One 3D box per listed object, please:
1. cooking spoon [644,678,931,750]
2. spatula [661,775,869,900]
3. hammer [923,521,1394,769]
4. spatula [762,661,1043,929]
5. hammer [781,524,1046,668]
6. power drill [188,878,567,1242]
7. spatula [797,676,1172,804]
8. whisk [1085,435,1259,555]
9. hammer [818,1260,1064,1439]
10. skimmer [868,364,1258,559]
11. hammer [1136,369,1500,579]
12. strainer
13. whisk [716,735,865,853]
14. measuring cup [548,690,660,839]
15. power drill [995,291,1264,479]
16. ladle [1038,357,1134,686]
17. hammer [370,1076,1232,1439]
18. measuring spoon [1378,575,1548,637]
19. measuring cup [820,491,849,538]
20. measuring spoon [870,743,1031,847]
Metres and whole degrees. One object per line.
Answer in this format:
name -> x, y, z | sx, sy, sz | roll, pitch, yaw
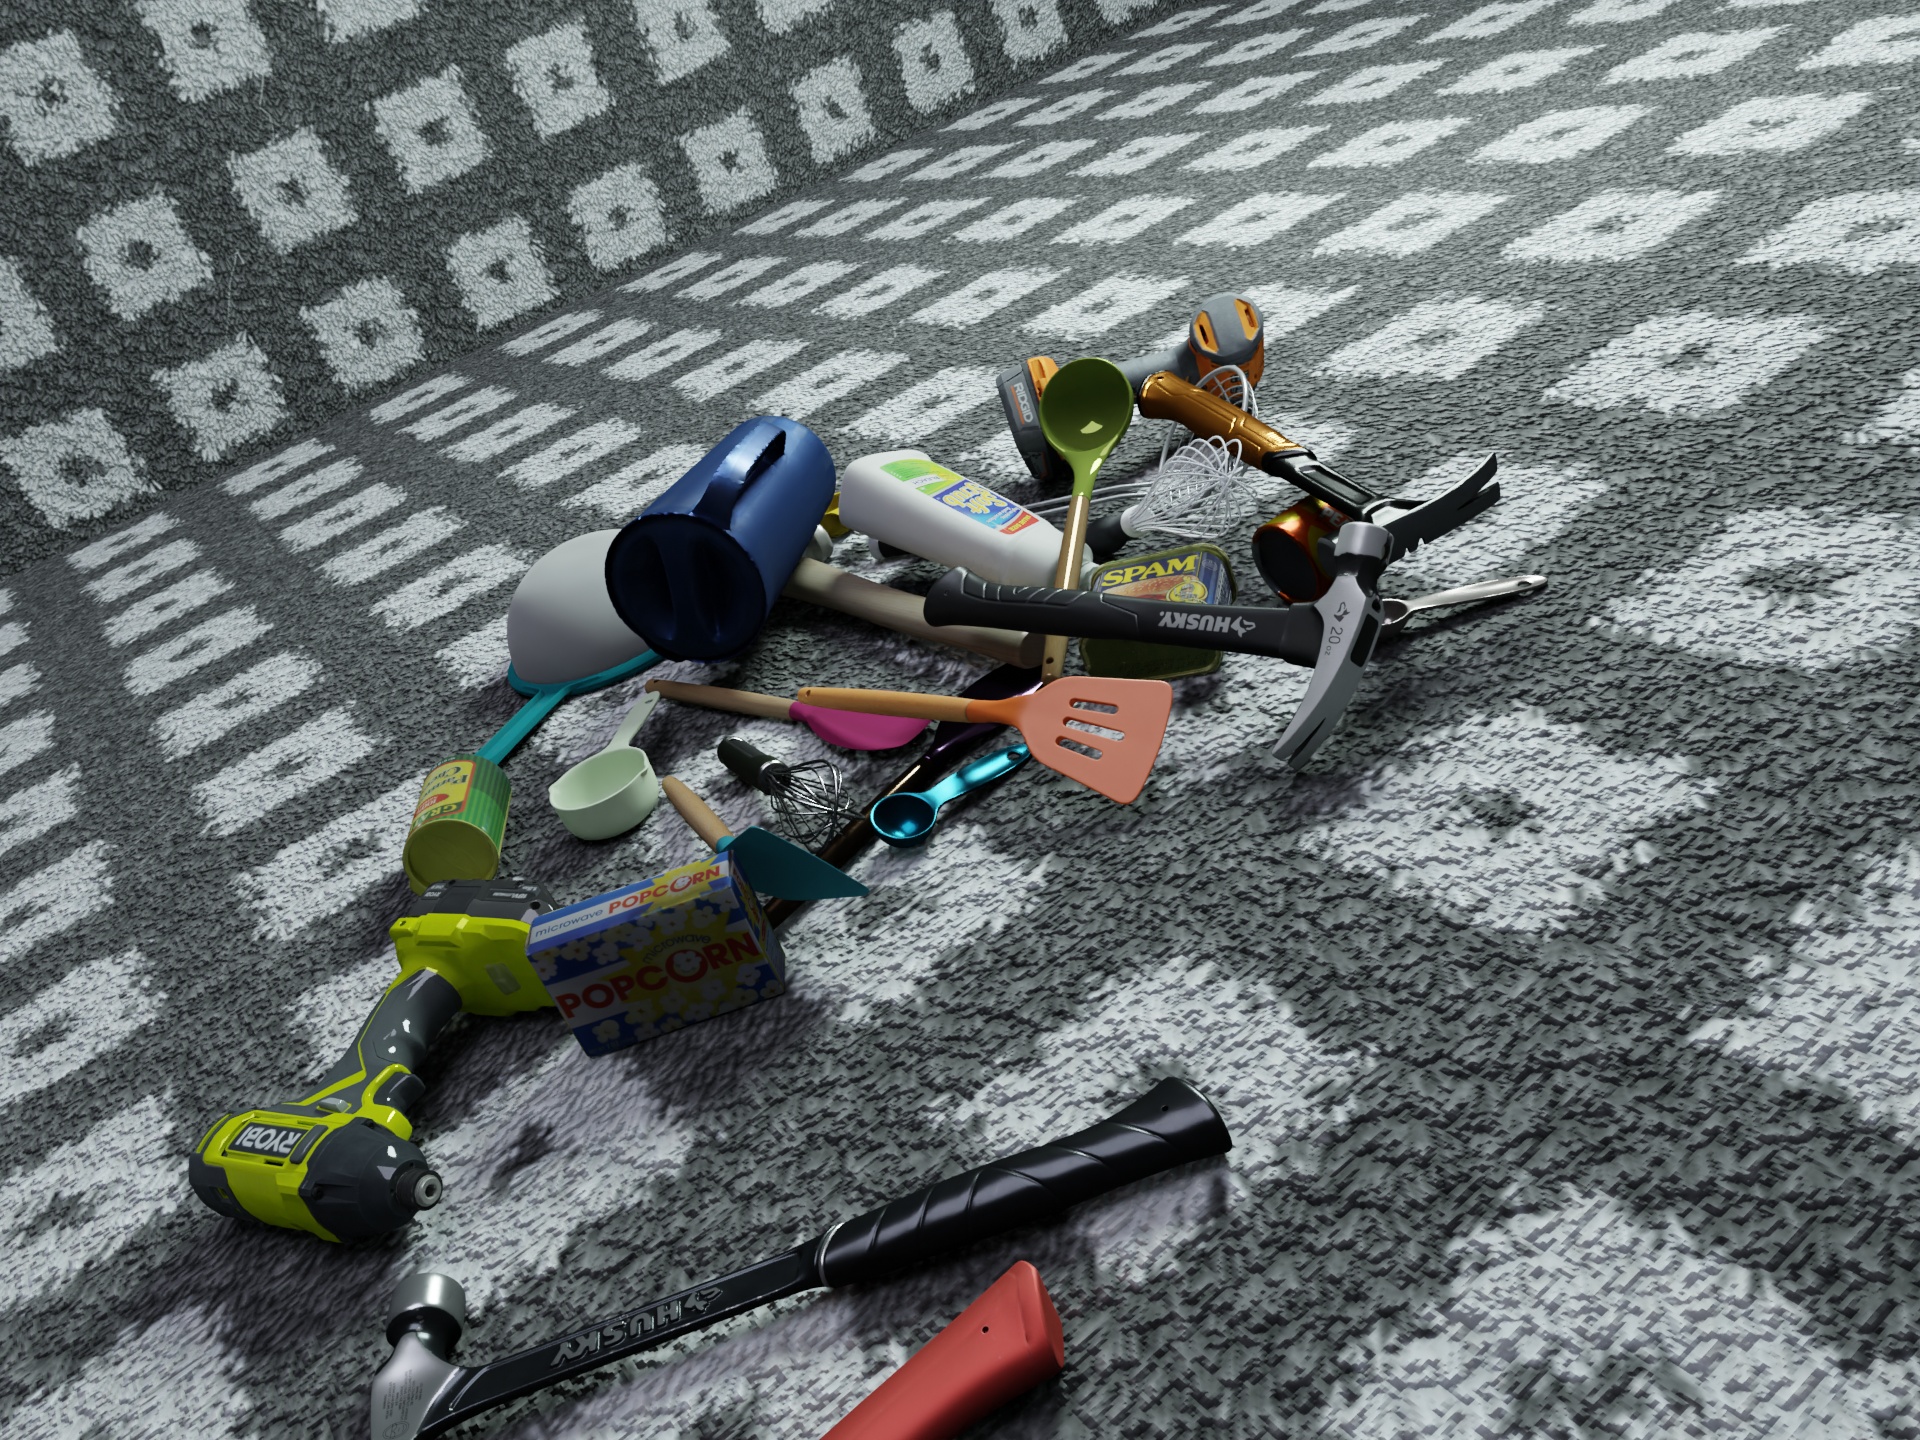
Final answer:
cooking spoon -> -0.143, -0.010, 1.219 | 0.319, 0.017, 0.069 | 9, 41, 42
spatula -> -0.150, 0.067, 1.034 | 0.044, 0.082, 0.318 | -59, 25, -2
hammer -> 0.107, -0.060, 1.024 | 0.335, 0.035, 0.146 | 9, 79, 40
spatula -> -0.039, 0.044, 1.057 | 0.060, 0.018, 0.316 | 6, 38, 40
hammer -> -0.073, -0.089, 1.279 | 0.146, 0.038, 0.411 | -37, 31, -23
power drill -> -0.316, 0.197, 0.928 | 0.171, 0.080, 0.223 | -3, 37, 31
spatula -> -0.002, -0.003, 1.060 | 0.323, 0.041, 0.081 | 6, 71, 47
whisk -> 0.139, -0.148, 1.146 | 0.070, 0.070, 0.284 | -29, 4, -13
hammer -> -0.106, 0.330, 0.598 | 0.359, 0.036, 0.149 | -35, 32, -23
skimmer -> 0.075, -0.199, 1.319 | 0.363, 0.090, 0.127 | -10, 55, 23
hammer -> 0.225, -0.192, 1.116 | 0.127, 0.034, 0.337 | -28, 34, -10
strainer -> -0.352, -0.080, 1.399 | 0.211, 0.095, 0.340 | -6, 31, 26
whisk -> -0.123, 0.040, 1.070 | 0.057, 0.059, 0.246 | 7, 6, -25
measuring cup -> -0.251, 0.033, 1.202 | 0.083, 0.038, 0.168 | -12, 28, 17
power drill -> 0.156, -0.288, 1.395 | 0.226, 0.084, 0.164 | -18, -10, 9
ladle -> 0.081, -0.152, 1.171 | 0.078, 0.062, 0.320 | -10, 45, 23
hammer -> -0.074, 0.250, 0.714 | 0.409, 0.036, 0.149 | -21, 30, 1
measuring spoon -> 0.318, -0.073, 1.027 | 0.124, 0.018, 0.034 | -12, 29, 3
measuring cup -> -0.098, -0.180, 1.459 | 0.062, 0.029, 0.157 | -32, 28, -18
measuring spoon -> -0.003, 0.050, 1.031 | 0.128, 0.021, 0.042 | -28, 47, -29
